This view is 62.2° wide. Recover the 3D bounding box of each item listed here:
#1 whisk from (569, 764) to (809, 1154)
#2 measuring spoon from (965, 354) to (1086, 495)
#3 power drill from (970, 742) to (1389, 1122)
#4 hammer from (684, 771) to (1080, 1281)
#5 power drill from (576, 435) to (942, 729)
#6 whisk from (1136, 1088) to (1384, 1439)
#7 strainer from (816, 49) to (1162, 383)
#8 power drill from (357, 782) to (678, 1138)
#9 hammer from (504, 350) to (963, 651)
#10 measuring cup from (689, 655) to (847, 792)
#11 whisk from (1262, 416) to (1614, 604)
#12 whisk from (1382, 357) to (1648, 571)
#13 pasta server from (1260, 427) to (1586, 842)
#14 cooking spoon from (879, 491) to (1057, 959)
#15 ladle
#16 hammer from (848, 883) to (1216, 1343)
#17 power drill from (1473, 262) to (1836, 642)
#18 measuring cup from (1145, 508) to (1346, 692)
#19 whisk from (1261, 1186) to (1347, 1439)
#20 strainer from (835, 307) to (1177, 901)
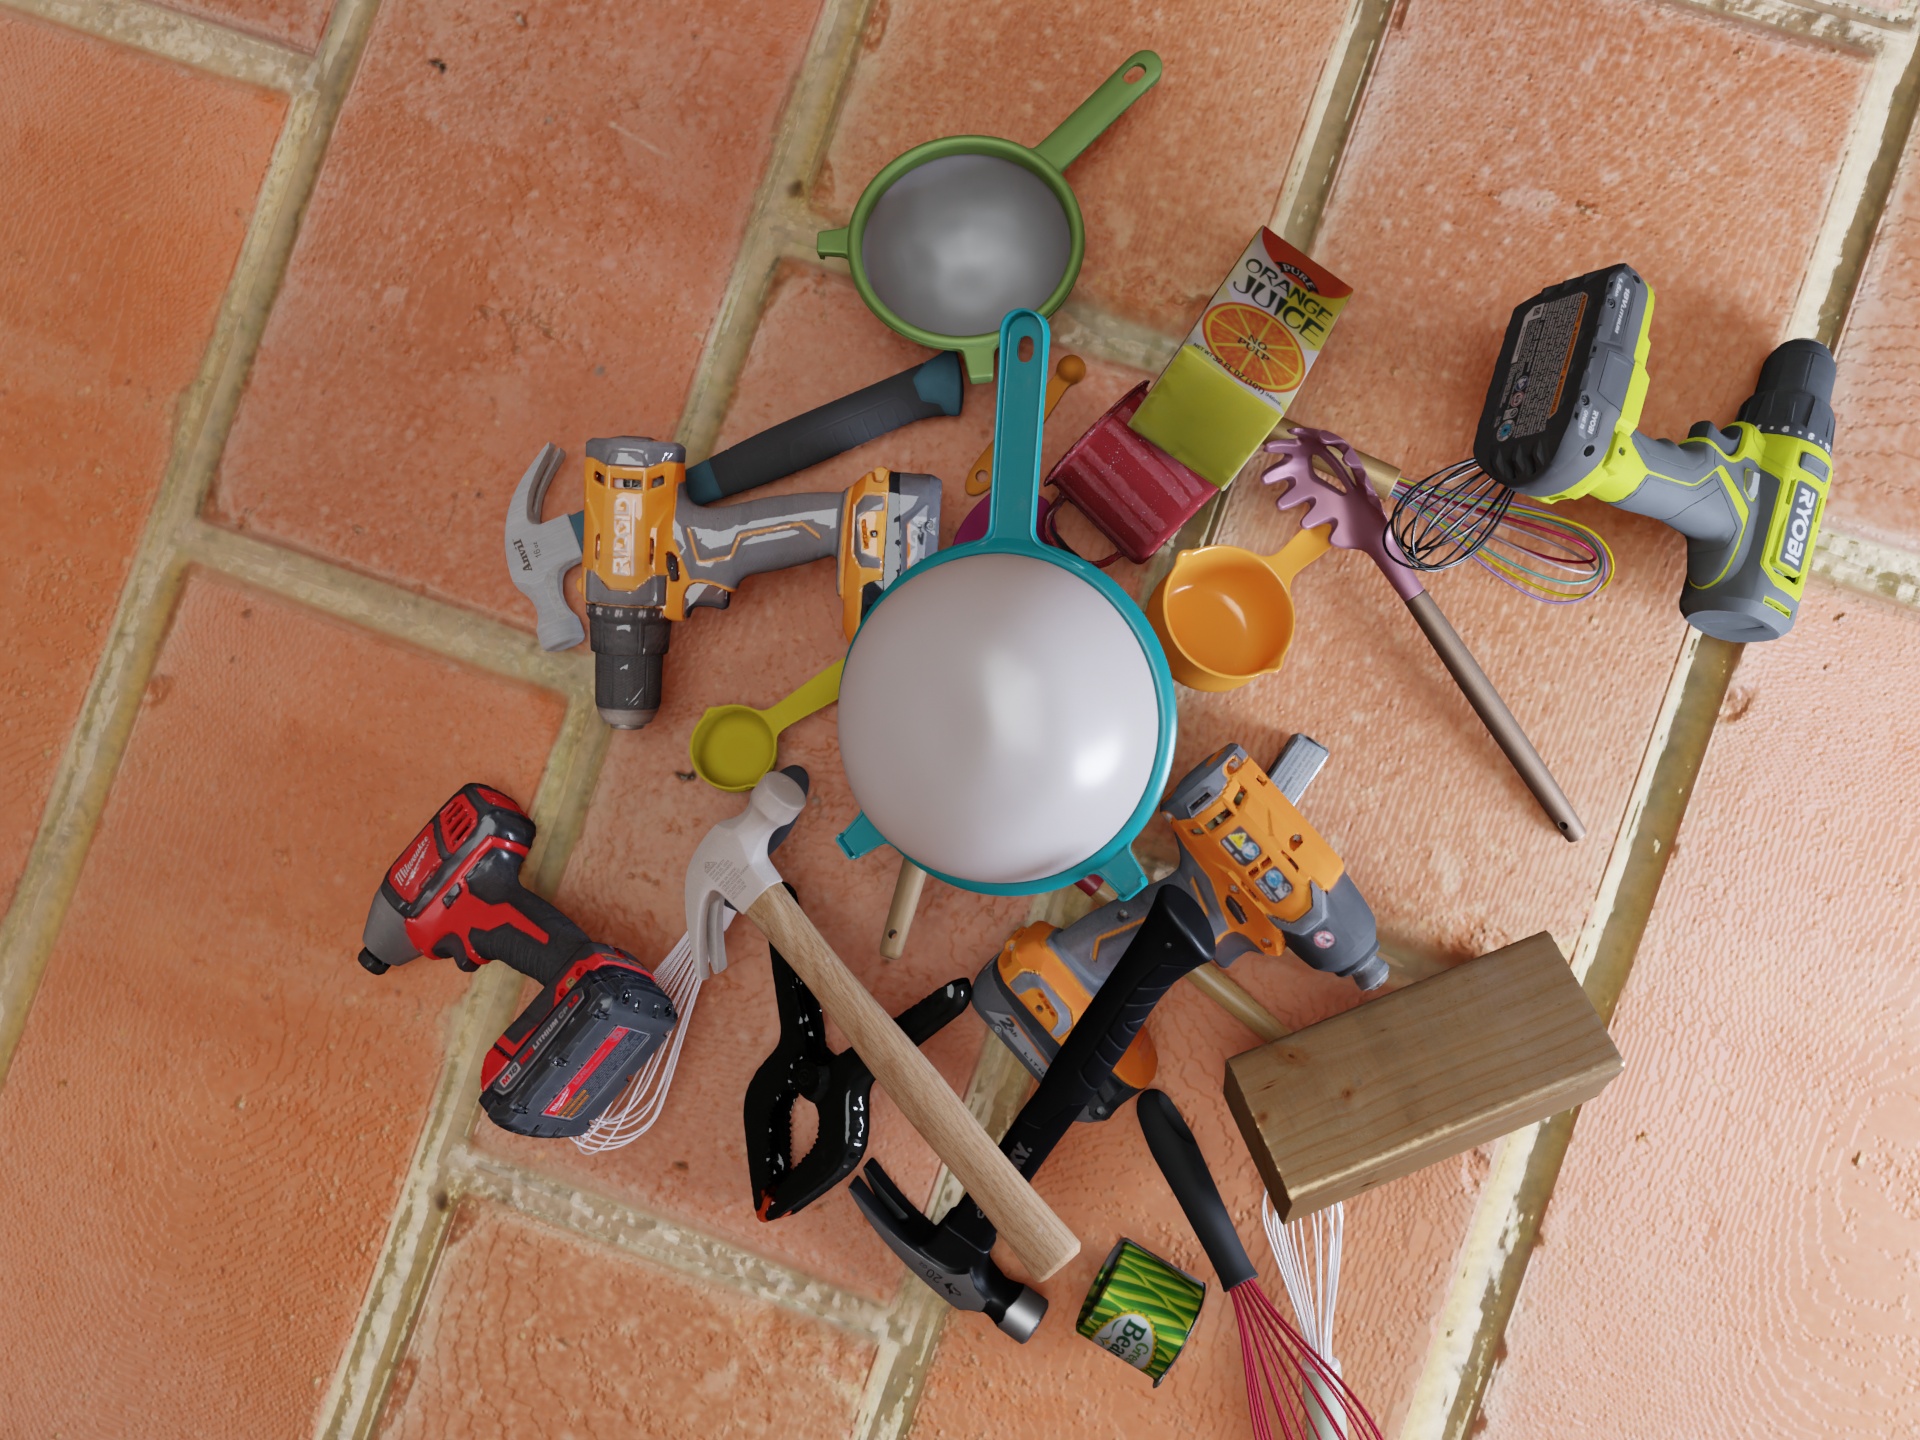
[{"bbox_3d":[-0.176,0.153,1.038,0.070,0.070,0.284,29,85,6],"label":"whisk"},{"bbox_3d":[0.042,-0.195,1.050,0.021,0.011,0.117,40,92,6],"label":"measuring spoon"},{"bbox_3d":[0.135,0.143,0.958,0.226,0.084,0.164,-43,87,22],"label":"power drill"},{"bbox_3d":[-0.050,0.194,0.951,0.331,0.031,0.130,49,115,14],"label":"hammer"},{"bbox_3d":[-0.129,-0.081,1.009,0.226,0.084,0.185,4,98,0],"label":"power drill"},{"bbox_3d":[0.178,0.357,0.956,0.073,0.073,0.296,-28,65,4],"label":"whisk"},{"bbox_3d":[0.041,-0.333,1.036,0.151,0.069,0.256,41,81,13],"label":"strainer"},{"bbox_3d":[-0.293,0.154,1.008,0.143,0.078,0.220,-49,59,1],"label":"power drill"},{"bbox_3d":[-0.149,-0.165,1.058,0.331,0.033,0.128,-22,86,4],"label":"hammer"},{"bbox_3d":[-0.107,-0.006,1.055,0.156,0.029,0.062,-33,78,-9],"label":"measuring cup"},{"bbox_3d":[0.297,-0.144,1.009,0.245,0.047,0.051,27,72,10],"label":"whisk"},{"bbox_3d":[0.345,-0.167,0.975,0.239,0.055,0.055,-39,84,-19],"label":"whisk"},{"bbox_3d":[0.295,-0.053,0.994,0.040,0.060,0.316,-36,92,-41],"label":"pasta server"},{"bbox_3d":[-0.002,-0.003,1.012,0.069,0.017,0.319,13,75,10],"label":"cooking spoon"},{"bbox_3d":[0.109,0.124,1.022,0.315,0.031,0.069,39,102,4],"label":"ladle"},{"bbox_3d":[0.051,0.226,0.945,0.146,0.035,0.334,33,119,9],"label":"hammer"},{"bbox_3d":[0.428,-0.173,0.944,0.228,0.080,0.190,23,80,-23],"label":"power drill"},{"bbox_3d":[0.190,-0.086,1.018,0.173,0.052,0.095,-39,87,-22],"label":"measuring cup"},{"bbox_3d":[0.224,0.393,0.991,0.058,0.059,0.246,-5,91,49],"label":"whisk"},{"bbox_3d":[0.014,-0.061,0.891,0.211,0.095,0.340,7,98,21],"label":"strainer"}]
